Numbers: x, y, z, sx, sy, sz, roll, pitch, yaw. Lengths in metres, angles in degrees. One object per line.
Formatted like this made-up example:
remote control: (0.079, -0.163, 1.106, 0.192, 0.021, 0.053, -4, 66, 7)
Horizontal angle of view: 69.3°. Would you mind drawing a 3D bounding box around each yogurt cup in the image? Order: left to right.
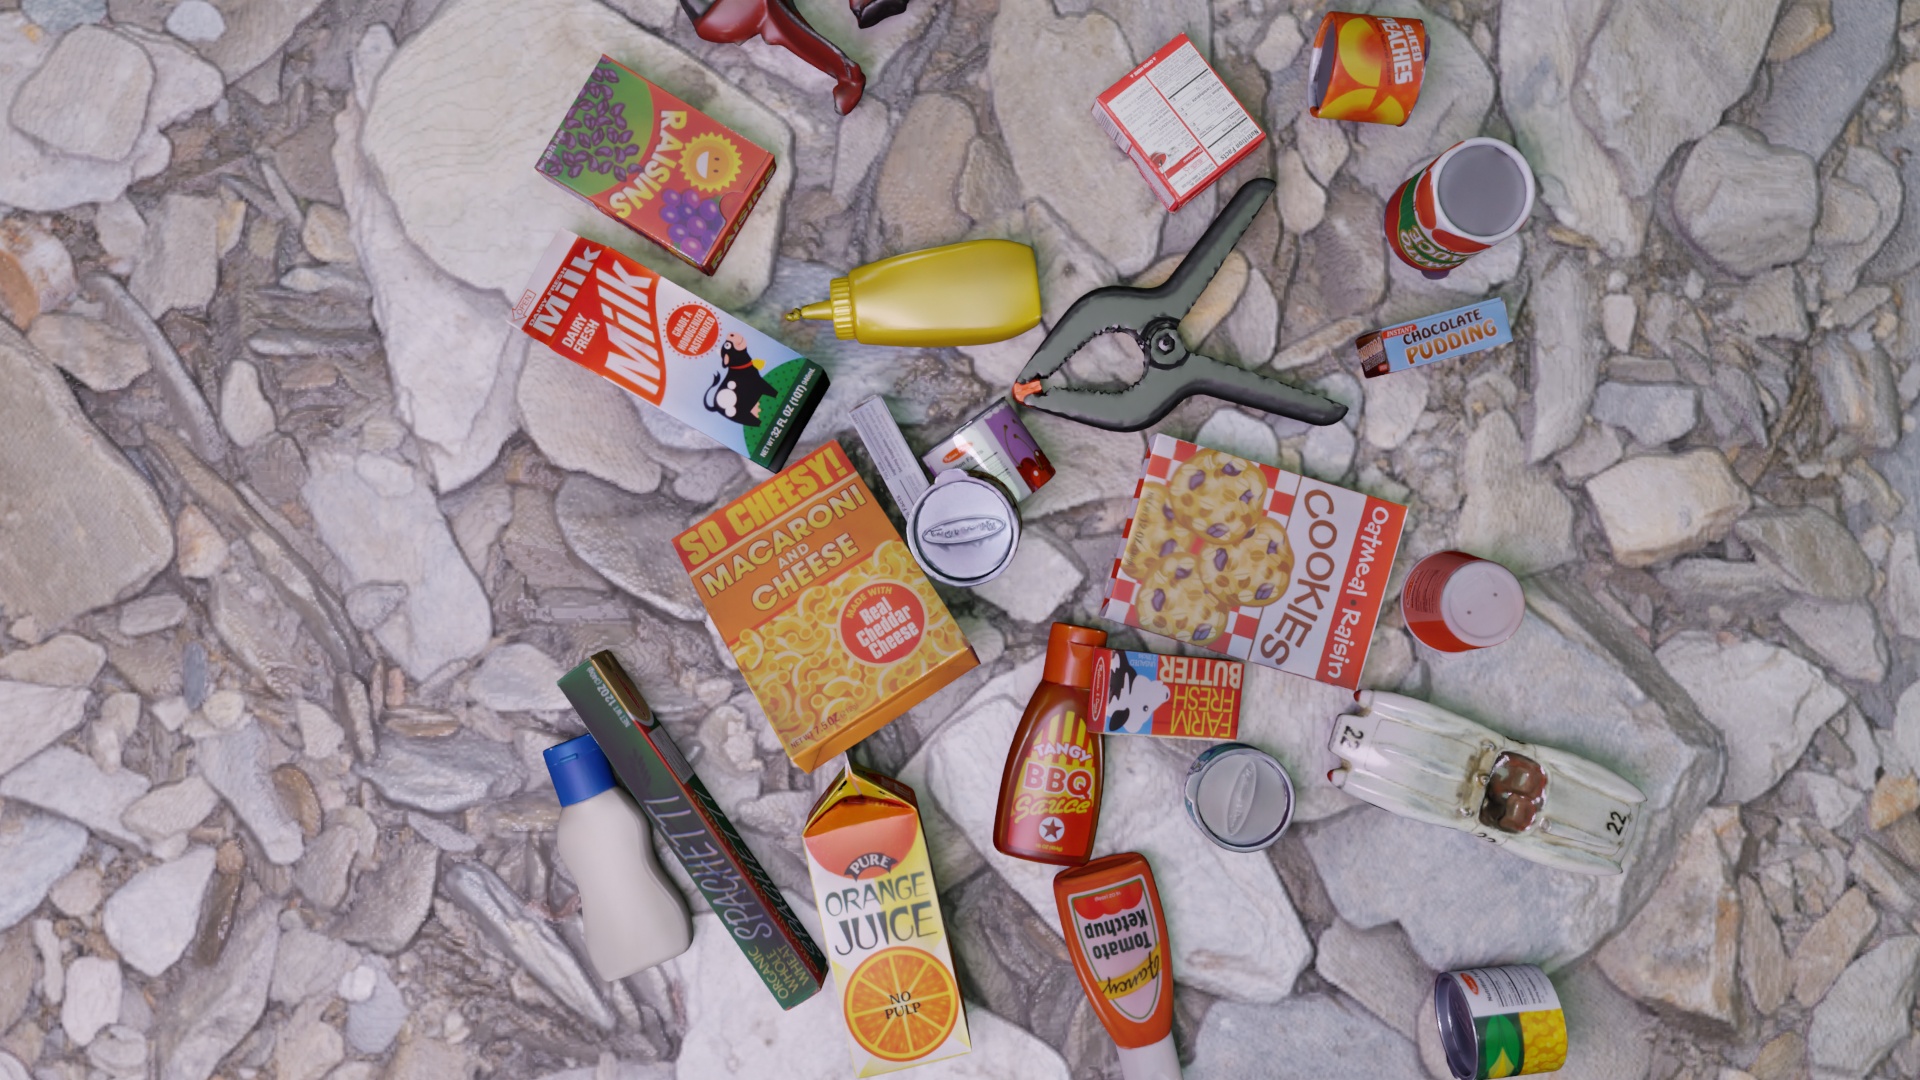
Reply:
yogurt cup: (0.322, 0.040, 0.885, 0.072, 0.054, 0.072, 0, 88, -2)

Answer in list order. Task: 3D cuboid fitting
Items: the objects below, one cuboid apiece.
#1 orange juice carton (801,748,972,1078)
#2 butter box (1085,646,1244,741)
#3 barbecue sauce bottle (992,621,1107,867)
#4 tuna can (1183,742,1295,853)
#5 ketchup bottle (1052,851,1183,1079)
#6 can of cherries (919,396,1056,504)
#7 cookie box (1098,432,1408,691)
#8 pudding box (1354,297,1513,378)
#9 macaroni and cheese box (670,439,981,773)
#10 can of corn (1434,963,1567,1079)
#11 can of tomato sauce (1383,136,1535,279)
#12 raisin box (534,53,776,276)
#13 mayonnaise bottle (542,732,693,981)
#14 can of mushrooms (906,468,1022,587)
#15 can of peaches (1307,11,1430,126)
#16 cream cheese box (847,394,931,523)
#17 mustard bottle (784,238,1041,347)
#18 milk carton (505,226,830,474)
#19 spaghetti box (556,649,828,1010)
orange juice carton: (-0.050, 0.220, 0.858, 0.073, 0.072, 0.192, -13, 90, -3)
butter box: (0.129, 0.097, 0.871, 0.103, 0.024, 0.053, 7, 87, -27)
barbecue sauce bottle: (0.063, 0.127, 0.878, 0.065, 0.043, 0.148, 10, 88, -5)
tuna can: (0.175, 0.163, 0.887, 0.071, 0.033, 0.071, 0, 89, -2)
ketchup bottle: (0.106, 0.277, 0.877, 0.065, 0.043, 0.148, -15, 90, -2)
can of cherries: (0.019, -0.049, 0.870, 0.071, 0.071, 0.058, -36, 95, -2)
cookie box: (0.186, 0.014, 0.888, 0.167, 0.040, 0.123, 16, 88, -1)
pudding box: (0.303, -0.129, 0.890, 0.084, 0.049, 0.030, -15, 91, -2)
macaroni and cheese box: (-0.084, 0.038, 0.844, 0.124, 0.040, 0.167, -32, 65, -5)
can of corn: (0.339, 0.305, 0.875, 0.058, 0.071, 0.071, -6, 89, -2)
can of tomato sauce: (0.313, -0.208, 0.876, 0.071, 0.083, 0.071, 0, 89, -2)
raisin box: (-0.191, -0.236, 0.879, 0.123, 0.040, 0.086, 31, 87, -2)
mayonnaise bottle: (-0.219, 0.194, 0.868, 0.065, 0.041, 0.148, -20, 89, -4)
can of mushrooms: (0.003, -0.010, 0.824, 0.071, 0.033, 0.071, 1, 101, 7)
can of peaches: (0.258, -0.301, 0.882, 0.058, 0.071, 0.071, 5, 89, -1)
cream cheese box: (-0.035, -0.041, 0.873, 0.024, 0.053, 0.104, -29, 90, 0)
mustard bottle: (-0.031, -0.152, 0.878, 0.160, 0.049, 0.065, -6, 89, -2)
milk carton: (-0.182, -0.118, 0.859, 0.190, 0.073, 0.072, 30, 88, -1)
spaghetti box: (-0.165, 0.179, 0.865, 0.029, 0.050, 0.250, -35, 90, 0)
